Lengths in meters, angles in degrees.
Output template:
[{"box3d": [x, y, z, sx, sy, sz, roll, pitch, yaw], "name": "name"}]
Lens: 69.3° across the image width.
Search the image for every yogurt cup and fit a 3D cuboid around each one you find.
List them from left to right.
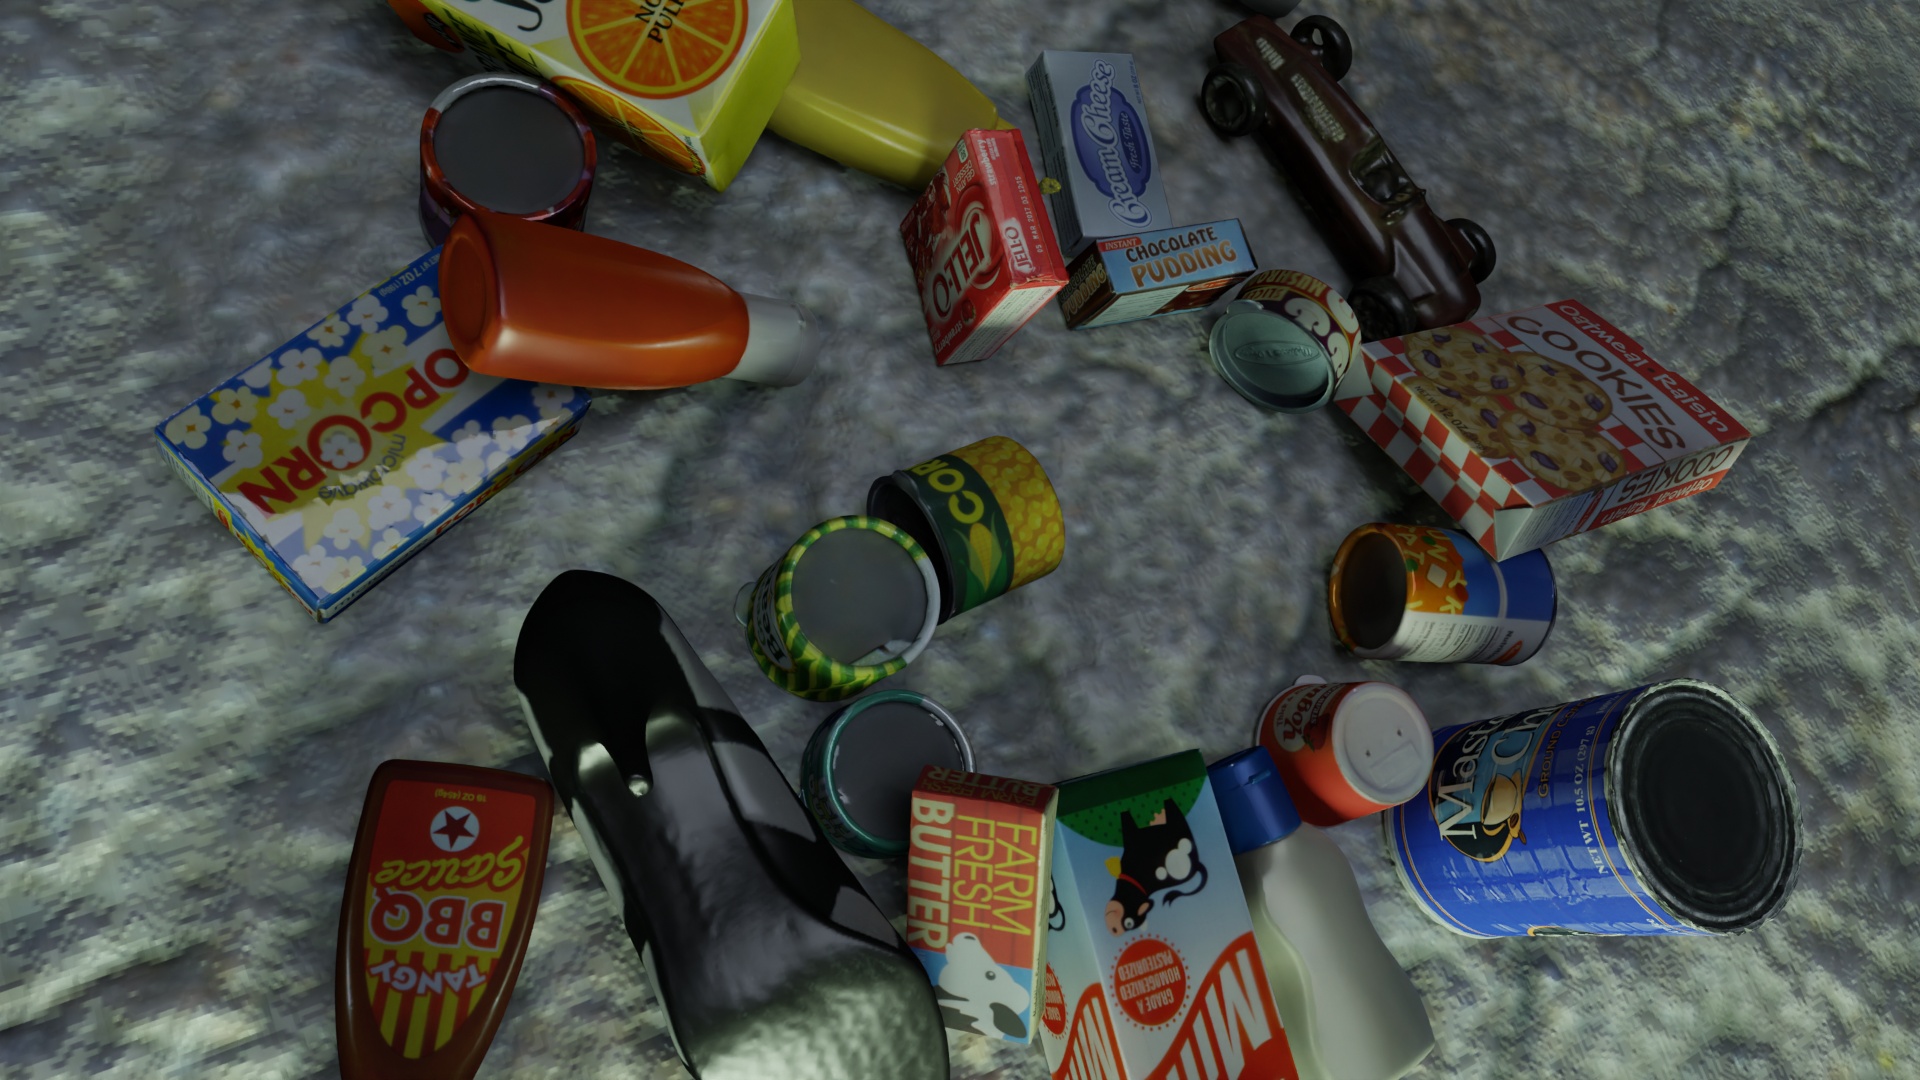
[{"box3d": [0.177, 0.095, 0.633, 0.072, 0.053, 0.072, 6, 73, -20], "name": "yogurt cup"}]

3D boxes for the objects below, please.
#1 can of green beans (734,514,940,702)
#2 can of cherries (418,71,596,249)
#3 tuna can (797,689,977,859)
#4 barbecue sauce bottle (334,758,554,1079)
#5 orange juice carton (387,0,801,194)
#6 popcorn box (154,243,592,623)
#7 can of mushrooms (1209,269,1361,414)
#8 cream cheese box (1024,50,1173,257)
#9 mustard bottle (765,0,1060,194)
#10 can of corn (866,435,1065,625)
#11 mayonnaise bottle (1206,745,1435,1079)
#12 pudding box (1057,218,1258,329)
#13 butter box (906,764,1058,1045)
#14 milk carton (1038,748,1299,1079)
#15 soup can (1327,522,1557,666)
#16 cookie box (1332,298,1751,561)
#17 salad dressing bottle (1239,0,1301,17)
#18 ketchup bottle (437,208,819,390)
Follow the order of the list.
[{"box3d": [-0.048, 0.028, 0.560, 0.071, 0.057, 0.071, 6, 72, -20], "name": "can of green beans"}, {"box3d": [-0.181, -0.142, 0.558, 0.071, 0.058, 0.071, 6, 72, -20], "name": "can of cherries"}, {"box3d": [-0.031, 0.095, 0.561, 0.071, 0.032, 0.071, 7, 72, -20], "name": "tuna can"}, {"box3d": [-0.183, 0.153, 0.476, 0.065, 0.043, 0.149, 11, 71, -17], "name": "barbecue sauce bottle"}, {"box3d": [-0.167, -0.224, 0.561, 0.193, 0.072, 0.073, 28, 85, -1], "name": "orange juice carton"}, {"box3d": [-0.217, -0.041, 0.524, 0.085, 0.038, 0.127, 47, 63, -2], "name": "popcorn box"}, {"box3d": [0.157, -0.098, 0.675, 0.071, 0.071, 0.033, 42, 64, -6], "name": "can of mushrooms"}, {"box3d": [0.069, -0.192, 0.693, 0.053, 0.024, 0.104, -6, 76, -22], "name": "cream cheese box"}, {"box3d": [-0.026, -0.195, 0.641, 0.160, 0.048, 0.065, 26, 71, -14], "name": "mustard bottle"}, {"box3d": [0.002, -0.007, 0.584, 0.058, 0.071, 0.071, -23, 84, -27], "name": "can of corn"}, {"box3d": [0.149, 0.165, 0.609, 0.065, 0.041, 0.148, -20, 82, -27], "name": "mayonnaise bottle"}, {"box3d": [0.093, -0.128, 0.669, 0.084, 0.049, 0.030, -13, 82, -24], "name": "pudding box"}, {"box3d": [0.007, 0.138, 0.528, 0.053, 0.024, 0.103, 6, 109, 13], "name": "butter box"}, {"box3d": [0.076, 0.187, 0.554, 0.073, 0.072, 0.191, -10, 79, -25], "name": "milk carton"}, {"box3d": [0.230, 0.024, 0.670, 0.084, 0.071, 0.071, 4, 73, -20], "name": "soup can"}, {"box3d": [0.293, -0.062, 0.700, 0.168, 0.040, 0.123, -15, 50, -28], "name": "cookie box"}, {"box3d": [0.132, -0.347, 0.755, 0.147, 0.044, 0.064, 34, 67, -8], "name": "salad dressing bottle"}, {"box3d": [-0.124, -0.087, 0.547, 0.149, 0.043, 0.065, 3, 52, -44], "name": "ketchup bottle"}]
